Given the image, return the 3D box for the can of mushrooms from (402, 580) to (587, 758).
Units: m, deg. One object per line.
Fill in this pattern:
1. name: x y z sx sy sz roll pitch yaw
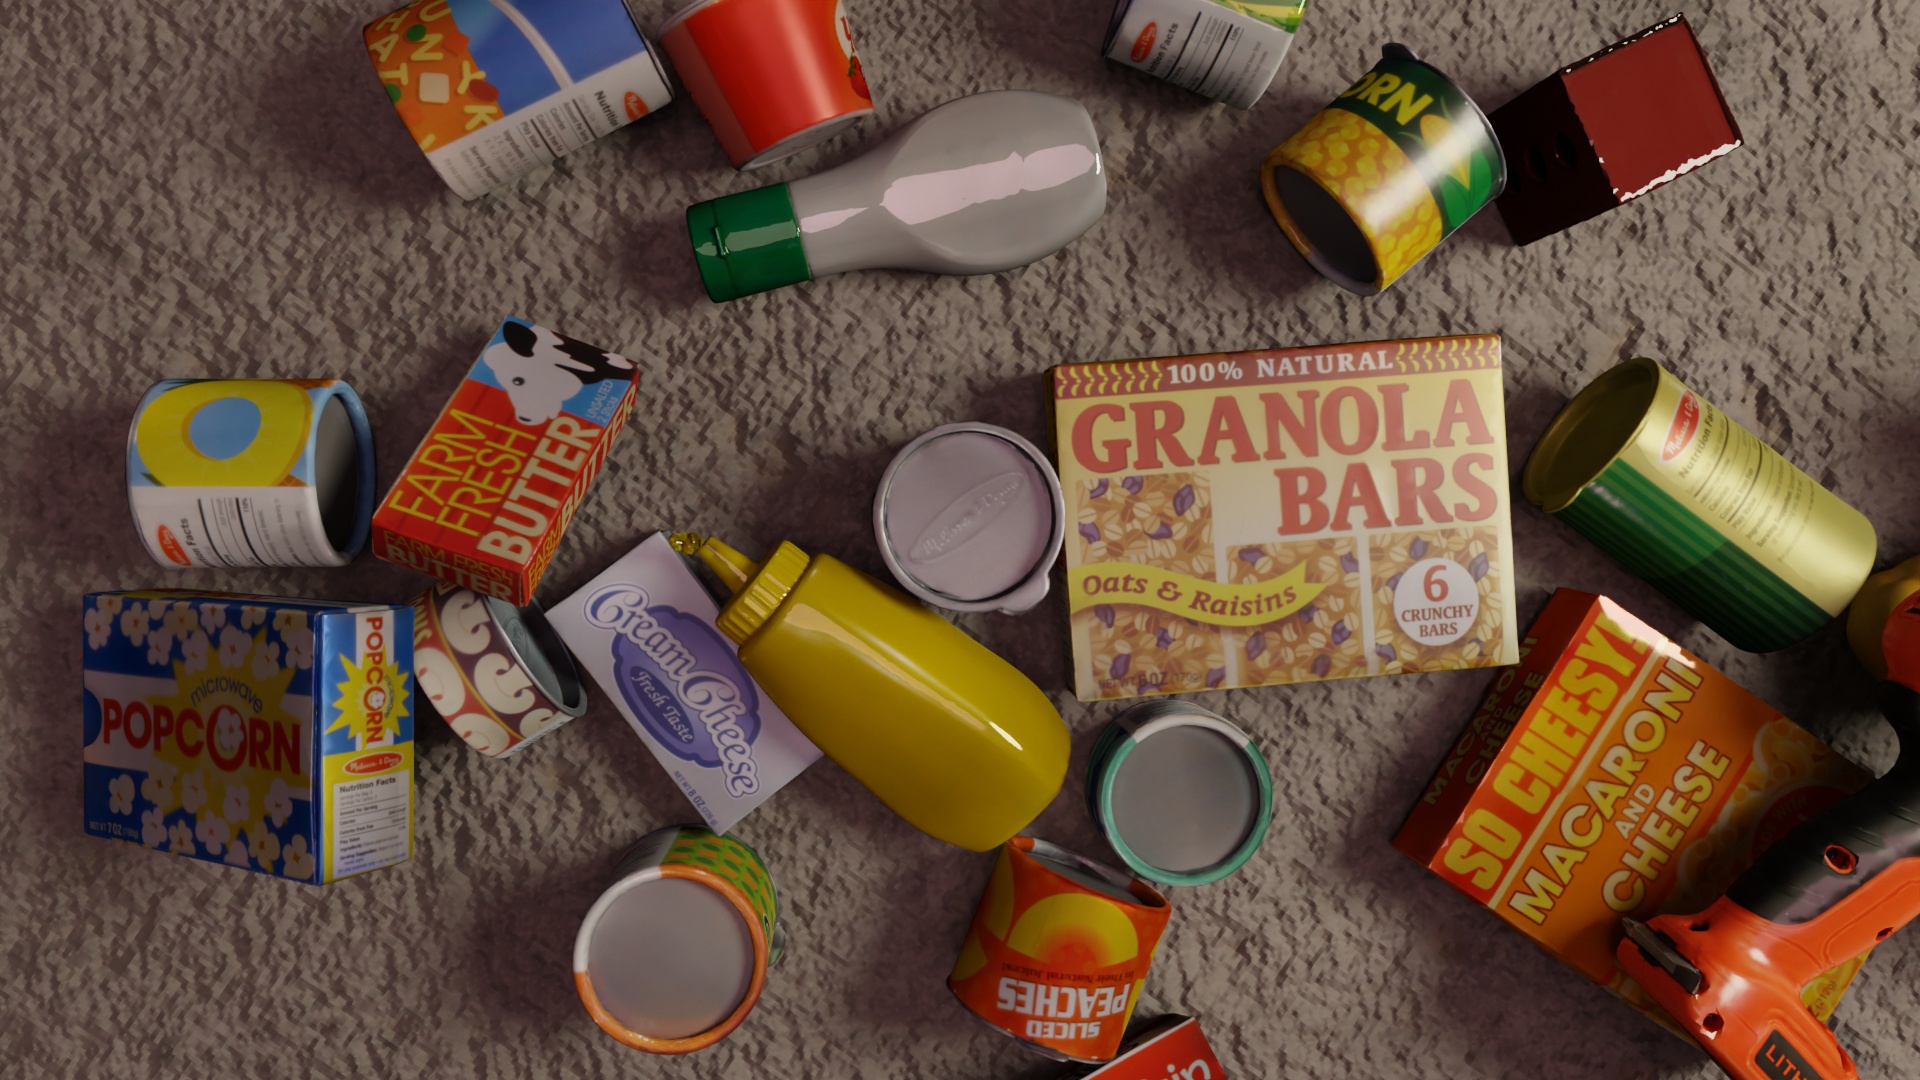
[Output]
1. can of mushrooms: -0.164 0.039 0.484 0.033 0.071 0.071 -31 94 -2

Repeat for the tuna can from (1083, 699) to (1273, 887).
1. tuna can: 0.081 0.097 0.522 0.071 0.033 0.071 0 91 -5

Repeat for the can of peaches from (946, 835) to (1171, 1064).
1. can of peaches: 0.036 0.146 0.501 0.071 0.071 0.058 22 89 -5

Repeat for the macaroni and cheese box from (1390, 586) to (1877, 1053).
1. macaroni and cheese box: 0.270 0.114 0.535 0.166 0.040 0.123 33 89 -5

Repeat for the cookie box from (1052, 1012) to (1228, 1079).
1. cookie box: 0.067 0.273 0.488 0.123 0.040 0.168 -24 74 -15

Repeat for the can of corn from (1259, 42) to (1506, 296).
1. can of corn: 0.151 -0.134 0.506 0.058 0.071 0.071 -40 94 -2

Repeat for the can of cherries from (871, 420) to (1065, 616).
1. can of cherries: 0.002 -0.006 0.501 0.071 0.058 0.071 0 91 -5

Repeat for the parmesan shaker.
1. parmesan shaker: 0.273 -0.010 0.519 0.103 0.071 0.071 35 89 -5

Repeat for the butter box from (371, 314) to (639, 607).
1. butter box: -0.154 -0.029 0.477 0.053 0.024 0.104 19 50 -5

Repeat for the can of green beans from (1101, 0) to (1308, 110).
1. can of green beans: 0.090 -0.197 0.501 0.058 0.071 0.071 19 90 -5

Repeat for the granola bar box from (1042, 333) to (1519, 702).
1. granola bar box: 0.118 -0.009 0.520 0.166 0.039 0.124 -4 92 -4

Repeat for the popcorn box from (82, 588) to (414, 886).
1. popcorn box: -0.238 0.061 0.463 0.126 0.038 0.085 2 92 29

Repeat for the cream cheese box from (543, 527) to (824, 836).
1. cream cheese box: -0.099 0.051 0.511 0.053 0.024 0.104 -38 94 -4

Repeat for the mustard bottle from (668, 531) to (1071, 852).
1. mustard bottle: -0.035 0.044 0.492 0.160 0.049 0.065 40 120 -10

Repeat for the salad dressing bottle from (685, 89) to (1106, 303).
1. salad dressing bottle: -0.023 -0.122 0.505 0.148 0.044 0.064 -14 94 -3

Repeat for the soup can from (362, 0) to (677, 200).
1. soup can: -0.152 -0.168 0.482 0.084 0.071 0.071 -27 93 -3

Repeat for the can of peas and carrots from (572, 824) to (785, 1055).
1. can of peas and carrots: -0.098 0.142 0.496 0.071 0.059 0.071 0 92 -4

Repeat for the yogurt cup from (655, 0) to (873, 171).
1. yogurt cup: -0.066 -0.166 0.491 0.072 0.072 0.054 -24 101 -4

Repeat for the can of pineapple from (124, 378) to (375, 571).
1. can of pineapple: -0.241 -0.025 0.478 0.058 0.071 0.071 -1 92 -5
